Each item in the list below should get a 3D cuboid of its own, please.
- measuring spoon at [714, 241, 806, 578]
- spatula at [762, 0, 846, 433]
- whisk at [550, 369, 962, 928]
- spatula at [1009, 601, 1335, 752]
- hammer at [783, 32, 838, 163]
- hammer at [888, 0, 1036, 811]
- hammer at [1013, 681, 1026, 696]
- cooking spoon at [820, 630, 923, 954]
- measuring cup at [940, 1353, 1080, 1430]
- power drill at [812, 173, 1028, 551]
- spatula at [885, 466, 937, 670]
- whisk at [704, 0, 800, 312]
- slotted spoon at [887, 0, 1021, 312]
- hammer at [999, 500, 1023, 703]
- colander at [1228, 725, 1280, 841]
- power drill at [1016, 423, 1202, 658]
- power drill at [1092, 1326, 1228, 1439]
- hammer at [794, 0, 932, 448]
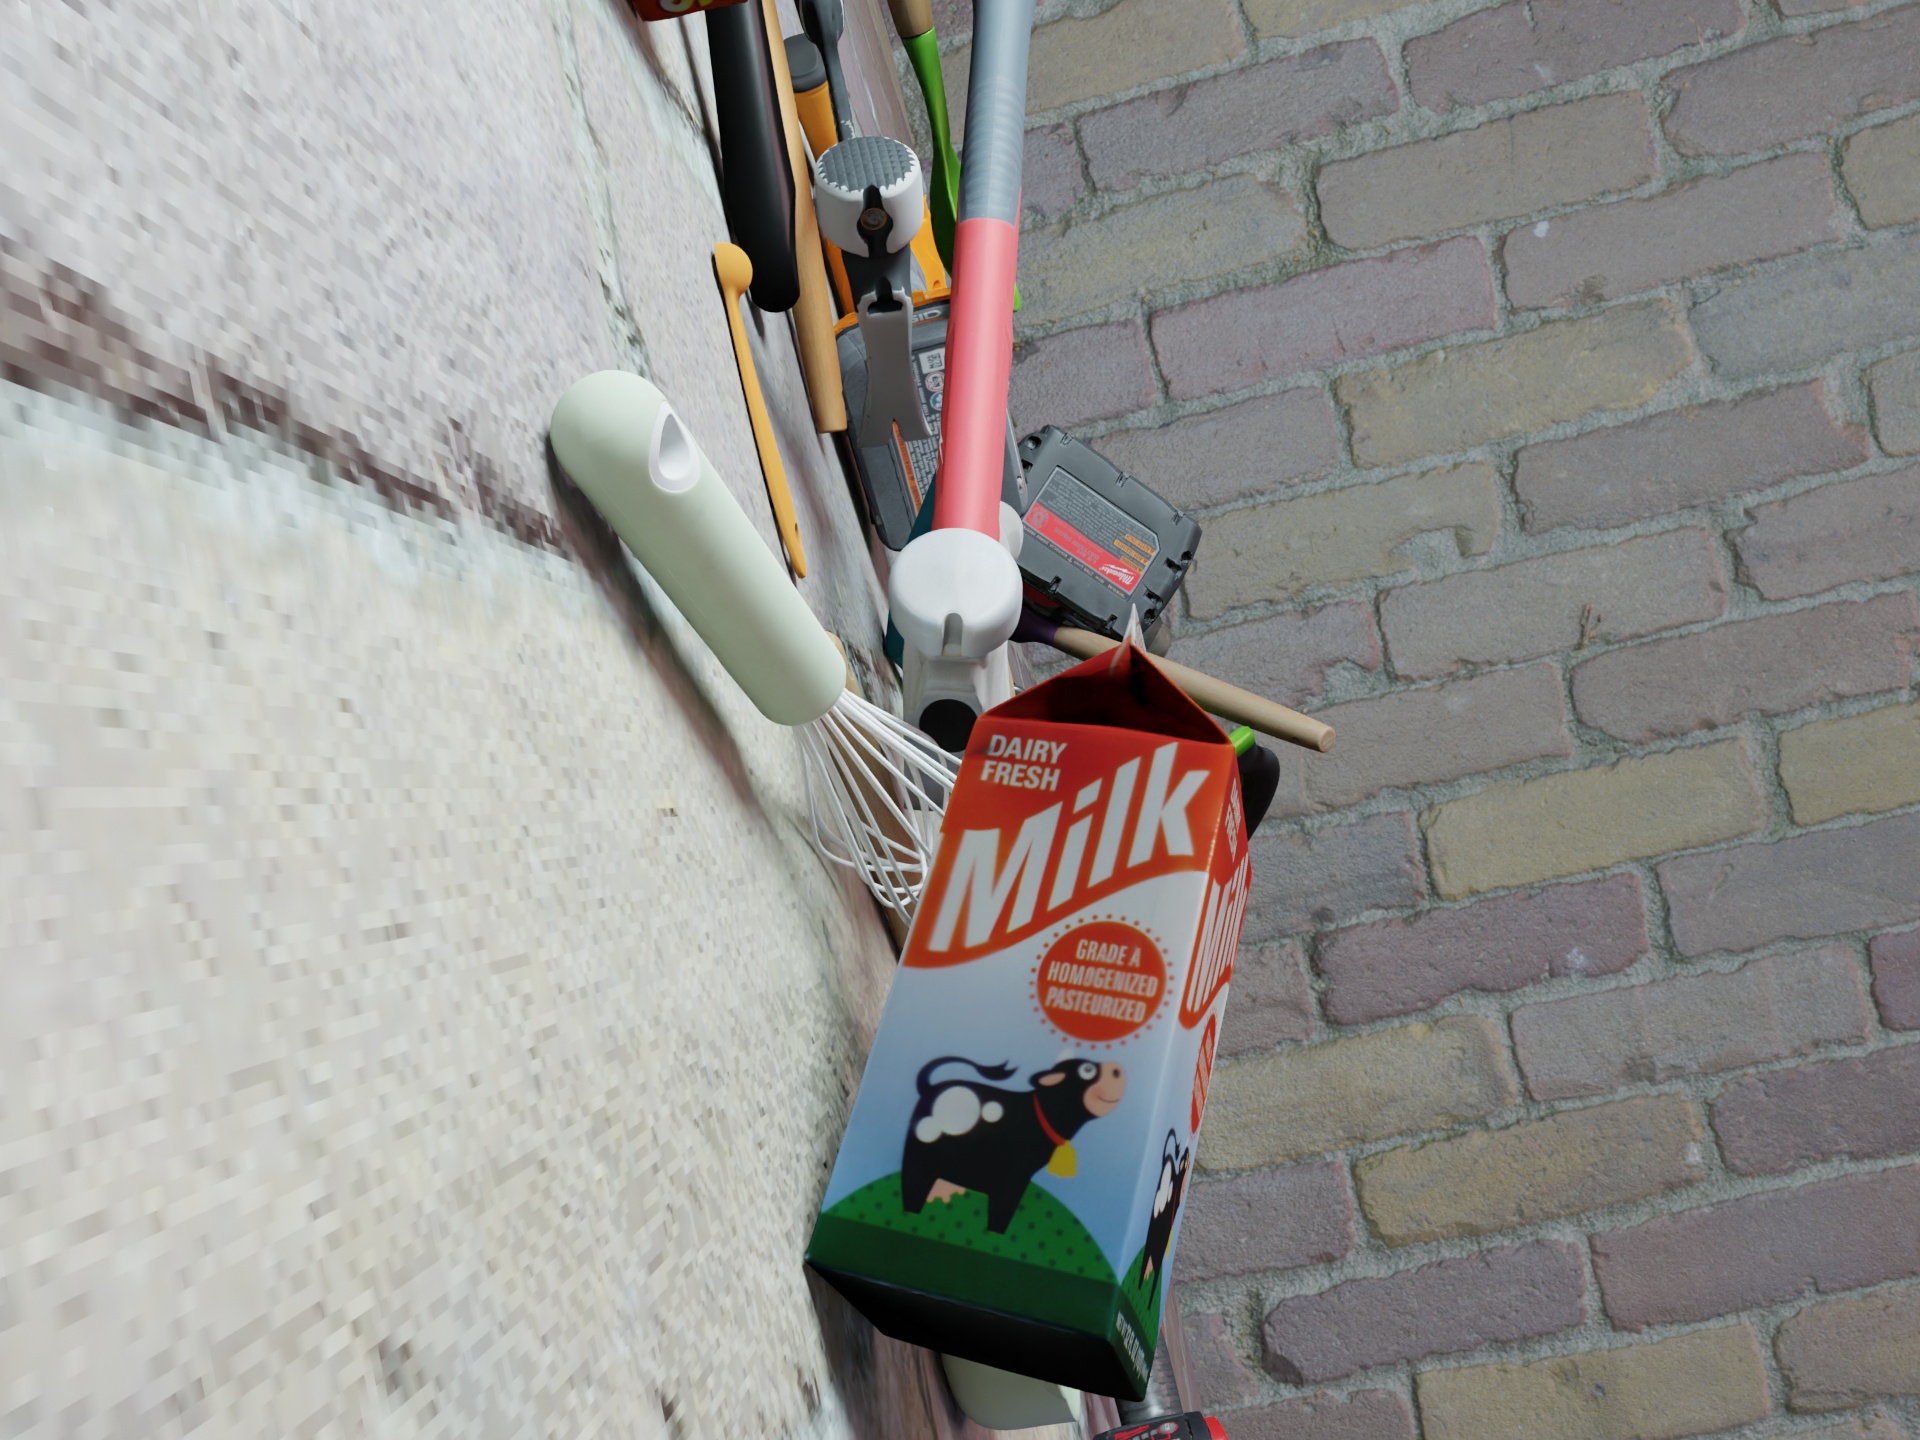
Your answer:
[{"bbox_3d":[-0.065,-0.106,0.543,0.021,0.011,0.117,-53,130,-83],"label":"measuring spoon"},{"bbox_3d":[-0.091,-0.280,0.662,0.081,0.041,0.322,-84,164,-79],"label":"spatula"},{"bbox_3d":[-0.039,-0.006,0.406,0.246,0.059,0.058,59,34,-58],"label":"whisk"},{"bbox_3d":[0.072,-0.040,0.855,0.316,0.018,0.059,26,-26,45],"label":"spatula"},{"bbox_3d":[-0.059,-0.299,0.990,0.336,0.034,0.127,60,17,-73],"label":"hammer"},{"bbox_3d":[0.008,-0.156,0.595,0.143,0.038,0.387,92,2,-60],"label":"hammer"},{"bbox_3d":[0.021,-0.022,1.016,0.335,0.035,0.146,-106,-178,-84],"label":"hammer"},{"bbox_3d":[-0.012,0.091,0.595,0.069,0.017,0.318,-98,174,-48],"label":"cooking spoon"},{"bbox_3d":[0.001,0.147,0.493,0.083,0.038,0.167,-90,165,-68],"label":"measuring cup"},{"bbox_3d":[-0.024,-0.184,0.843,0.227,0.084,0.164,-103,178,-51],"label":"power drill"},{"bbox_3d":[-0.001,-0.003,0.814,0.317,0.044,0.082,72,16,-57],"label":"spatula"},{"bbox_3d":[-0.087,-0.296,0.563,0.073,0.073,0.295,-82,165,-76],"label":"whisk"},{"bbox_3d":[-0.025,-0.305,0.643,0.070,0.031,0.313,-89,165,-49],"label":"slotted spoon"},{"bbox_3d":[0.023,0.081,0.683,0.130,0.031,0.331,-74,158,-67],"label":"hammer"},{"bbox_3d":[0.060,0.114,0.902,0.095,0.204,0.396,43,-28,22],"label":"colander"},{"bbox_3d":[0.070,-0.092,0.967,0.188,0.080,0.227,33,-4,-9],"label":"power drill"},{"bbox_3d":[0.087,0.317,0.819,0.220,0.078,0.143,-102,176,-48],"label":"power drill"},{"bbox_3d":[-0.056,-0.295,0.693,0.149,0.036,0.409,86,-5,-55],"label":"hammer"}]
